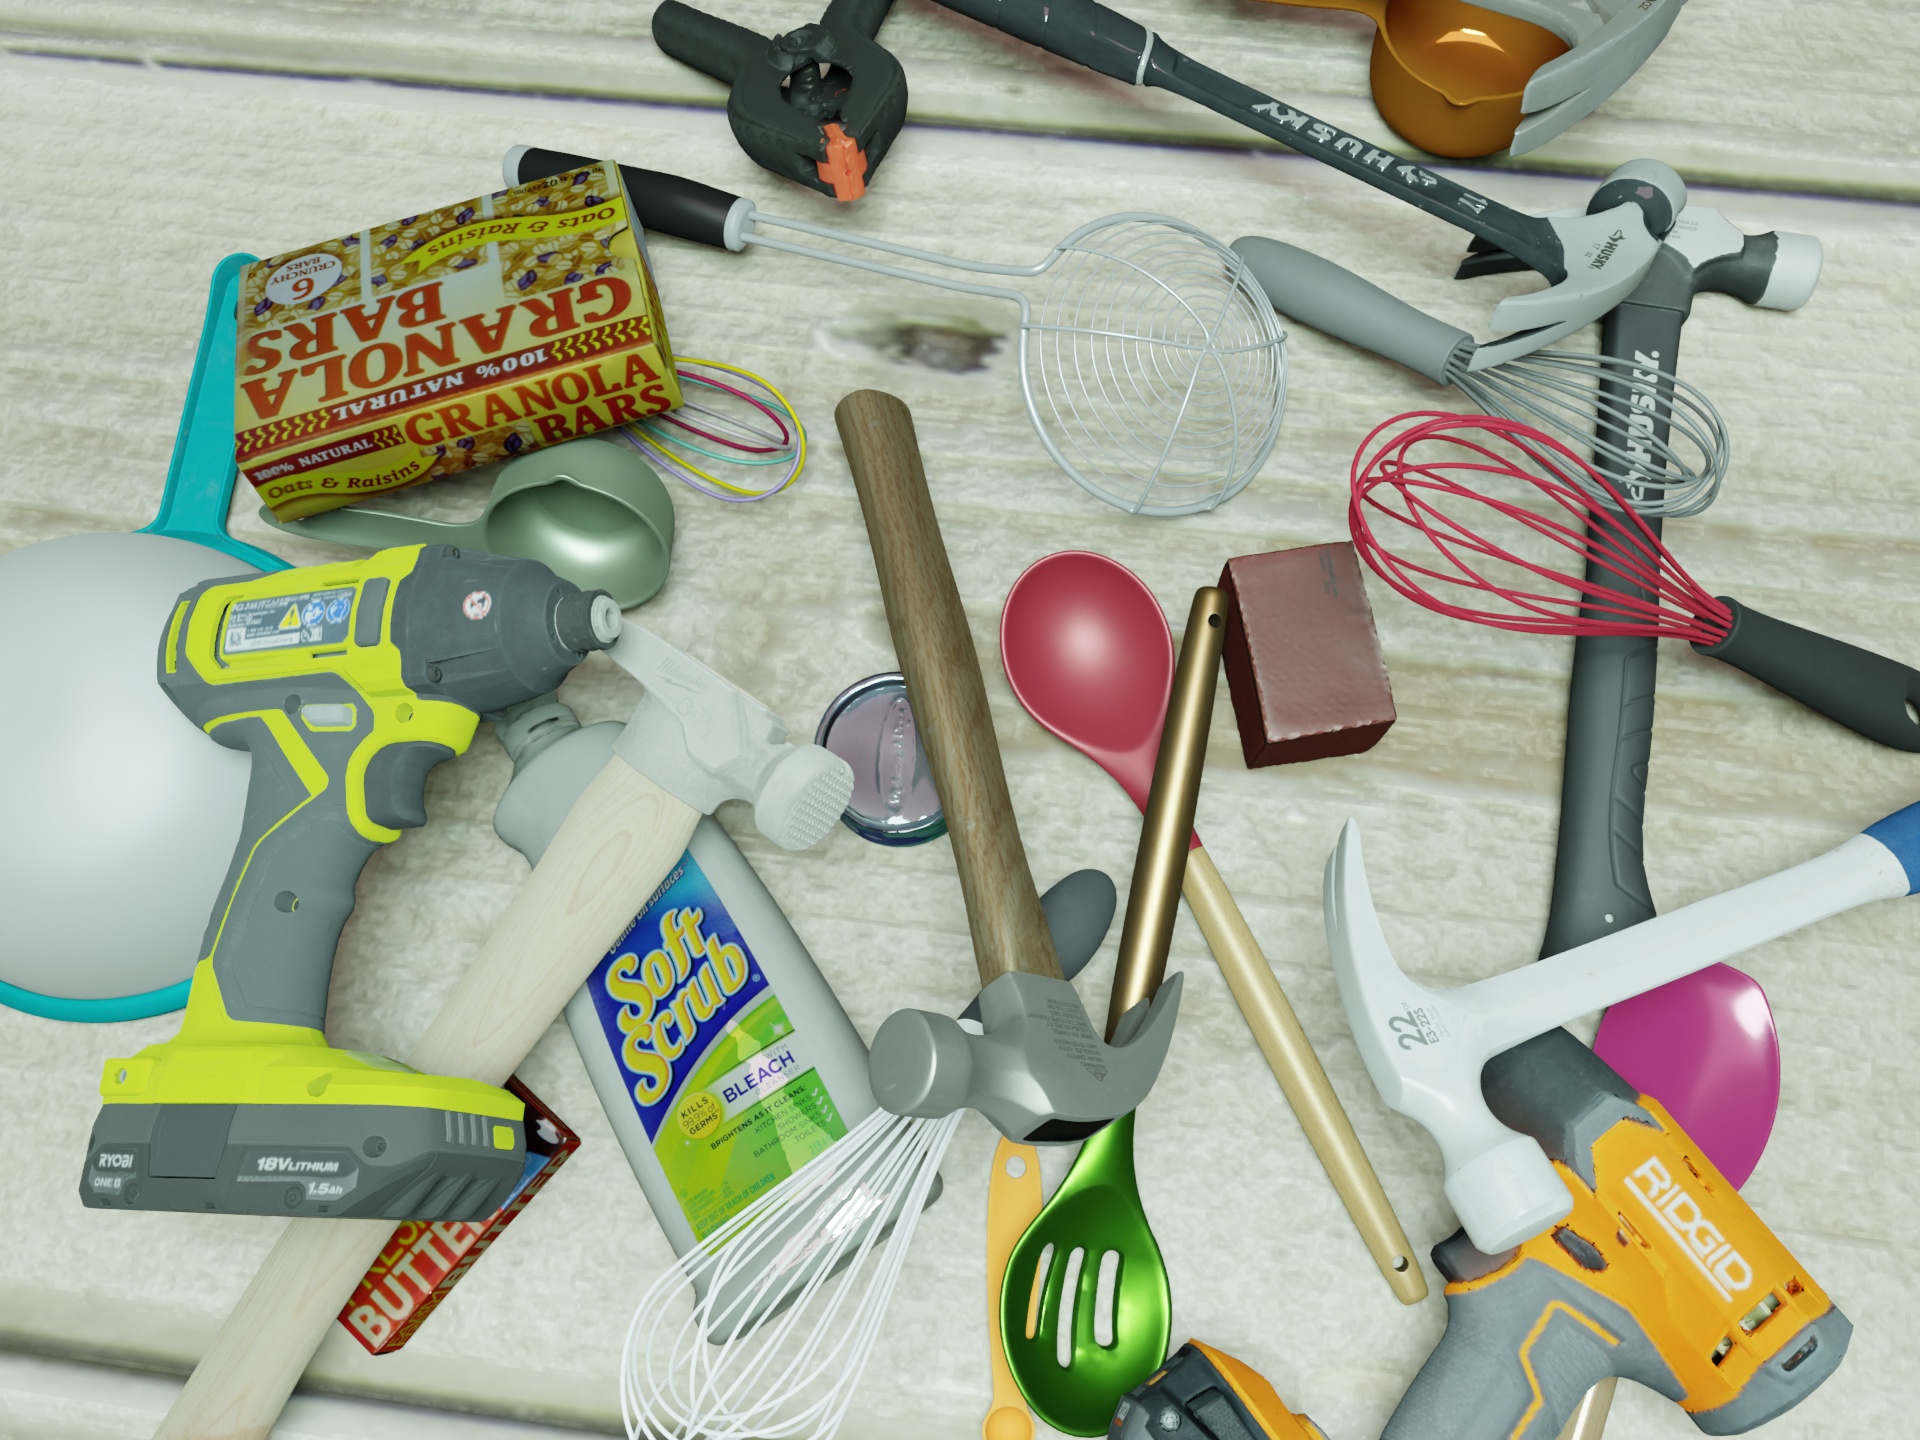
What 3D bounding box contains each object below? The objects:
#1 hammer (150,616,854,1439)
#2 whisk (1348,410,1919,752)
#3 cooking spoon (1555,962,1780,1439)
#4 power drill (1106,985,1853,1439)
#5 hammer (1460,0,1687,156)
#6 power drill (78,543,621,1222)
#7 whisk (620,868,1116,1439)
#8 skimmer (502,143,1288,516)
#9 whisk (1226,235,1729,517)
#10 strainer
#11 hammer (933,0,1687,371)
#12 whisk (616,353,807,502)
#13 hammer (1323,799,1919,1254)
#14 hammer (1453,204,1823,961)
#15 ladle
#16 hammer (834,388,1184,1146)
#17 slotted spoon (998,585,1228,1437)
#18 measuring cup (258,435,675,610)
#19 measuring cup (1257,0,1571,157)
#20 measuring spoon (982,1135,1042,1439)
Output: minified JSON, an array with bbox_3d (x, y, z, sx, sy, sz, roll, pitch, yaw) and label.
[{"bbox_3d":[-0.207,0.149,0.569,0.146,0.038,0.410,33,87,23],"label":"hammer"},{"bbox_3d":[0.264,-0.041,0.588,0.295,0.073,0.073,19,74,-19],"label":"whisk"},{"bbox_3d":[0.228,0.234,0.574,0.069,0.017,0.319,22,75,9],"label":"cooking spoon"},{"bbox_3d":[0.160,0.207,0.537,0.226,0.084,0.164,-34,73,-11],"label":"power drill"},{"bbox_3d":[0.123,-0.342,0.684,0.359,0.036,0.149,32,60,26],"label":"hammer"},{"bbox_3d":[-0.201,0.051,0.535,0.171,0.080,0.223,-5,71,19],"label":"power drill"},{"bbox_3d":[-0.015,0.133,0.533,0.070,0.070,0.285,33,43,11],"label":"whisk"},{"bbox_3d":[-0.035,-0.189,0.703,0.363,0.090,0.127,19,79,18],"label":"skimmer"},{"bbox_3d":[0.199,-0.148,0.643,0.055,0.055,0.239,-46,57,-10],"label":"whisk"},{"bbox_3d":[-0.339,-0.053,0.642,0.211,0.095,0.340,5,75,4],"label":"strainer"},{"bbox_3d":[0.089,-0.267,0.664,0.409,0.036,0.149,31,52,16],"label":"hammer"},{"bbox_3d":[-0.171,-0.163,0.694,0.245,0.047,0.051,26,59,13],"label":"whisk"},{"bbox_3d":[0.319,0.050,0.572,0.405,0.035,0.144,-17,58,-15],"label":"hammer"},{"bbox_3d":[0.265,-0.062,0.650,0.146,0.035,0.335,10,75,5],"label":"hammer"},{"bbox_3d":[0.102,0.075,0.621,0.069,0.031,0.315,-26,76,2],"label":"ladle"},{"bbox_3d":[-0.001,-0.002,0.588,0.031,0.130,0.332,-42,46,32],"label":"hammer"},{"bbox_3d":[0.068,0.101,0.596,0.070,0.031,0.314,15,80,-19],"label":"slotted spoon"},{"bbox_3d":[-0.200,-0.087,0.653,0.167,0.083,0.038,6,52,0],"label":"measuring cup"},{"bbox_3d":[0.187,-0.306,0.717,0.173,0.052,0.095,15,73,12],"label":"measuring cup"},{"bbox_3d":[0.019,0.212,0.595,0.021,0.011,0.117,4,70,-3],"label":"measuring spoon"}]
